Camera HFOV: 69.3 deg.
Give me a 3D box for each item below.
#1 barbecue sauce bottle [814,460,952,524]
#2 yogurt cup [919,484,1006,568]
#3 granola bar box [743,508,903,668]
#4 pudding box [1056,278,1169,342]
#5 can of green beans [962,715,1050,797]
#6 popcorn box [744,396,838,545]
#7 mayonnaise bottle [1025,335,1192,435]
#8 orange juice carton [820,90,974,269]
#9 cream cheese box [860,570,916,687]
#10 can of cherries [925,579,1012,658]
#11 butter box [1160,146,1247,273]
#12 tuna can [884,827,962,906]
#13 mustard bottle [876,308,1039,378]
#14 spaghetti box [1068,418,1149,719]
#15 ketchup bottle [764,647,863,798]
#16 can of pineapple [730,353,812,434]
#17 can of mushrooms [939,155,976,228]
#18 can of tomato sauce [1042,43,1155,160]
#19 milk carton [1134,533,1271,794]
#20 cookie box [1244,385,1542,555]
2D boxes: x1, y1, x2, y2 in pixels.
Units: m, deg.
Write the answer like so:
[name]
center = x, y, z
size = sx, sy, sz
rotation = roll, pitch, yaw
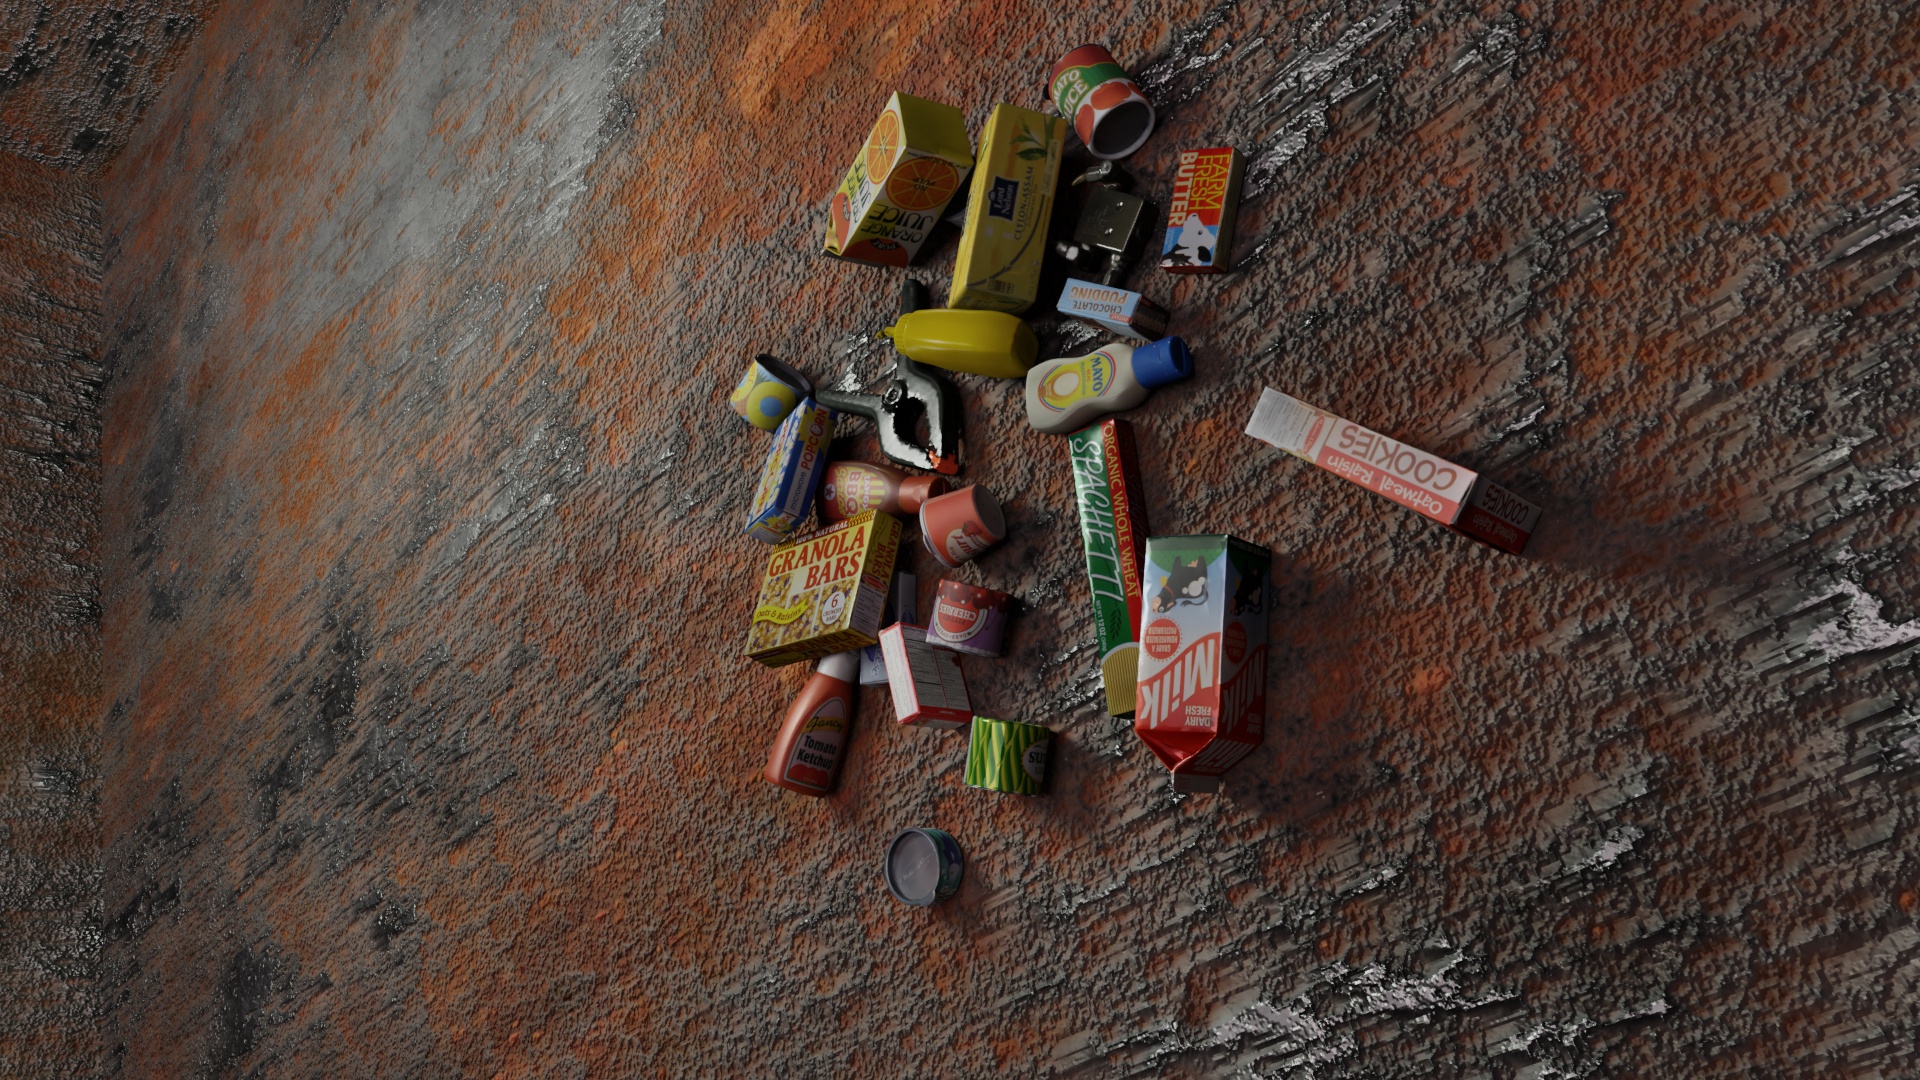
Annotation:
[barbecue sauce bottle]
center = -0.073, -0.044, 1.323
size = 0.148, 0.044, 0.065
rotation = 3, 87, 41
[yogurt cup]
center = 0.004, -0.016, 1.238
size = 0.054, 0.072, 0.072
rotation = -25, 64, 25
[granola bar box]
center = -0.130, 0.048, 1.319
size = 0.165, 0.039, 0.125
rotation = -17, 52, 45
[pudding box]
center = 0.129, -0.196, 1.184
size = 0.084, 0.049, 0.030
rotation = 22, 93, 42
[can of green beans]
center = 0.039, 0.180, 1.158
size = 0.071, 0.071, 0.058
rotation = 4, 82, 41
[popcorn box]
center = -0.167, -0.067, 1.371
size = 0.085, 0.038, 0.127
rotation = -35, 37, 57
[mayonnaise bottle]
center = 0.124, -0.136, 1.179
size = 0.148, 0.041, 0.065
rotation = -15, 68, 38
[orange juice carton]
center = -0.066, -0.328, 1.329
size = 0.191, 0.072, 0.073
rotation = -48, 44, 47
[cream cheese box]
center = -0.068, 0.083, 1.300
size = 0.053, 0.024, 0.104
rotation = -12, 71, 38
[can of cherries]
center = 0.007, 0.068, 1.209
size = 0.071, 0.071, 0.058
rotation = 11, 87, 42
[butter box]
center = 0.203, -0.274, 1.157
size = 0.053, 0.024, 0.103
rotation = 8, 85, 41
[tuna can]
center = -0.031, 0.287, 1.213
size = 0.071, 0.033, 0.071
rotation = -11, 73, 39
[mustard bottle]
center = -0.010, -0.185, 1.272
size = 0.160, 0.065, 0.049
rotation = 12, 73, 27
[spaghetti box]
center = 0.131, 0.020, 1.143
size = 0.050, 0.029, 0.251
rotation = -20, 67, 35
[ketchup bottle]
center = -0.132, 0.165, 1.313
size = 0.043, 0.064, 0.149
rotation = 8, 76, 55
[can of pineapple]
center = -0.198, -0.153, 1.440
size = 0.057, 0.071, 0.071
rotation = -54, 52, 18
[can of mushrooms]
center = 0.005, -0.338, 1.336
size = 0.071, 0.033, 0.071
rotation = -11, 73, 39
[can of tomato sauce]
center = 0.122, -0.385, 1.223
size = 0.071, 0.071, 0.083
rotation = -45, 55, 24
[milk carton]
center = 0.183, 0.095, 1.051
size = 0.073, 0.072, 0.191
rotation = -4, 77, 40
[cookie box]
center = 0.297, -0.047, 0.955
size = 0.168, 0.123, 0.040
rotation = 32, 102, 40
